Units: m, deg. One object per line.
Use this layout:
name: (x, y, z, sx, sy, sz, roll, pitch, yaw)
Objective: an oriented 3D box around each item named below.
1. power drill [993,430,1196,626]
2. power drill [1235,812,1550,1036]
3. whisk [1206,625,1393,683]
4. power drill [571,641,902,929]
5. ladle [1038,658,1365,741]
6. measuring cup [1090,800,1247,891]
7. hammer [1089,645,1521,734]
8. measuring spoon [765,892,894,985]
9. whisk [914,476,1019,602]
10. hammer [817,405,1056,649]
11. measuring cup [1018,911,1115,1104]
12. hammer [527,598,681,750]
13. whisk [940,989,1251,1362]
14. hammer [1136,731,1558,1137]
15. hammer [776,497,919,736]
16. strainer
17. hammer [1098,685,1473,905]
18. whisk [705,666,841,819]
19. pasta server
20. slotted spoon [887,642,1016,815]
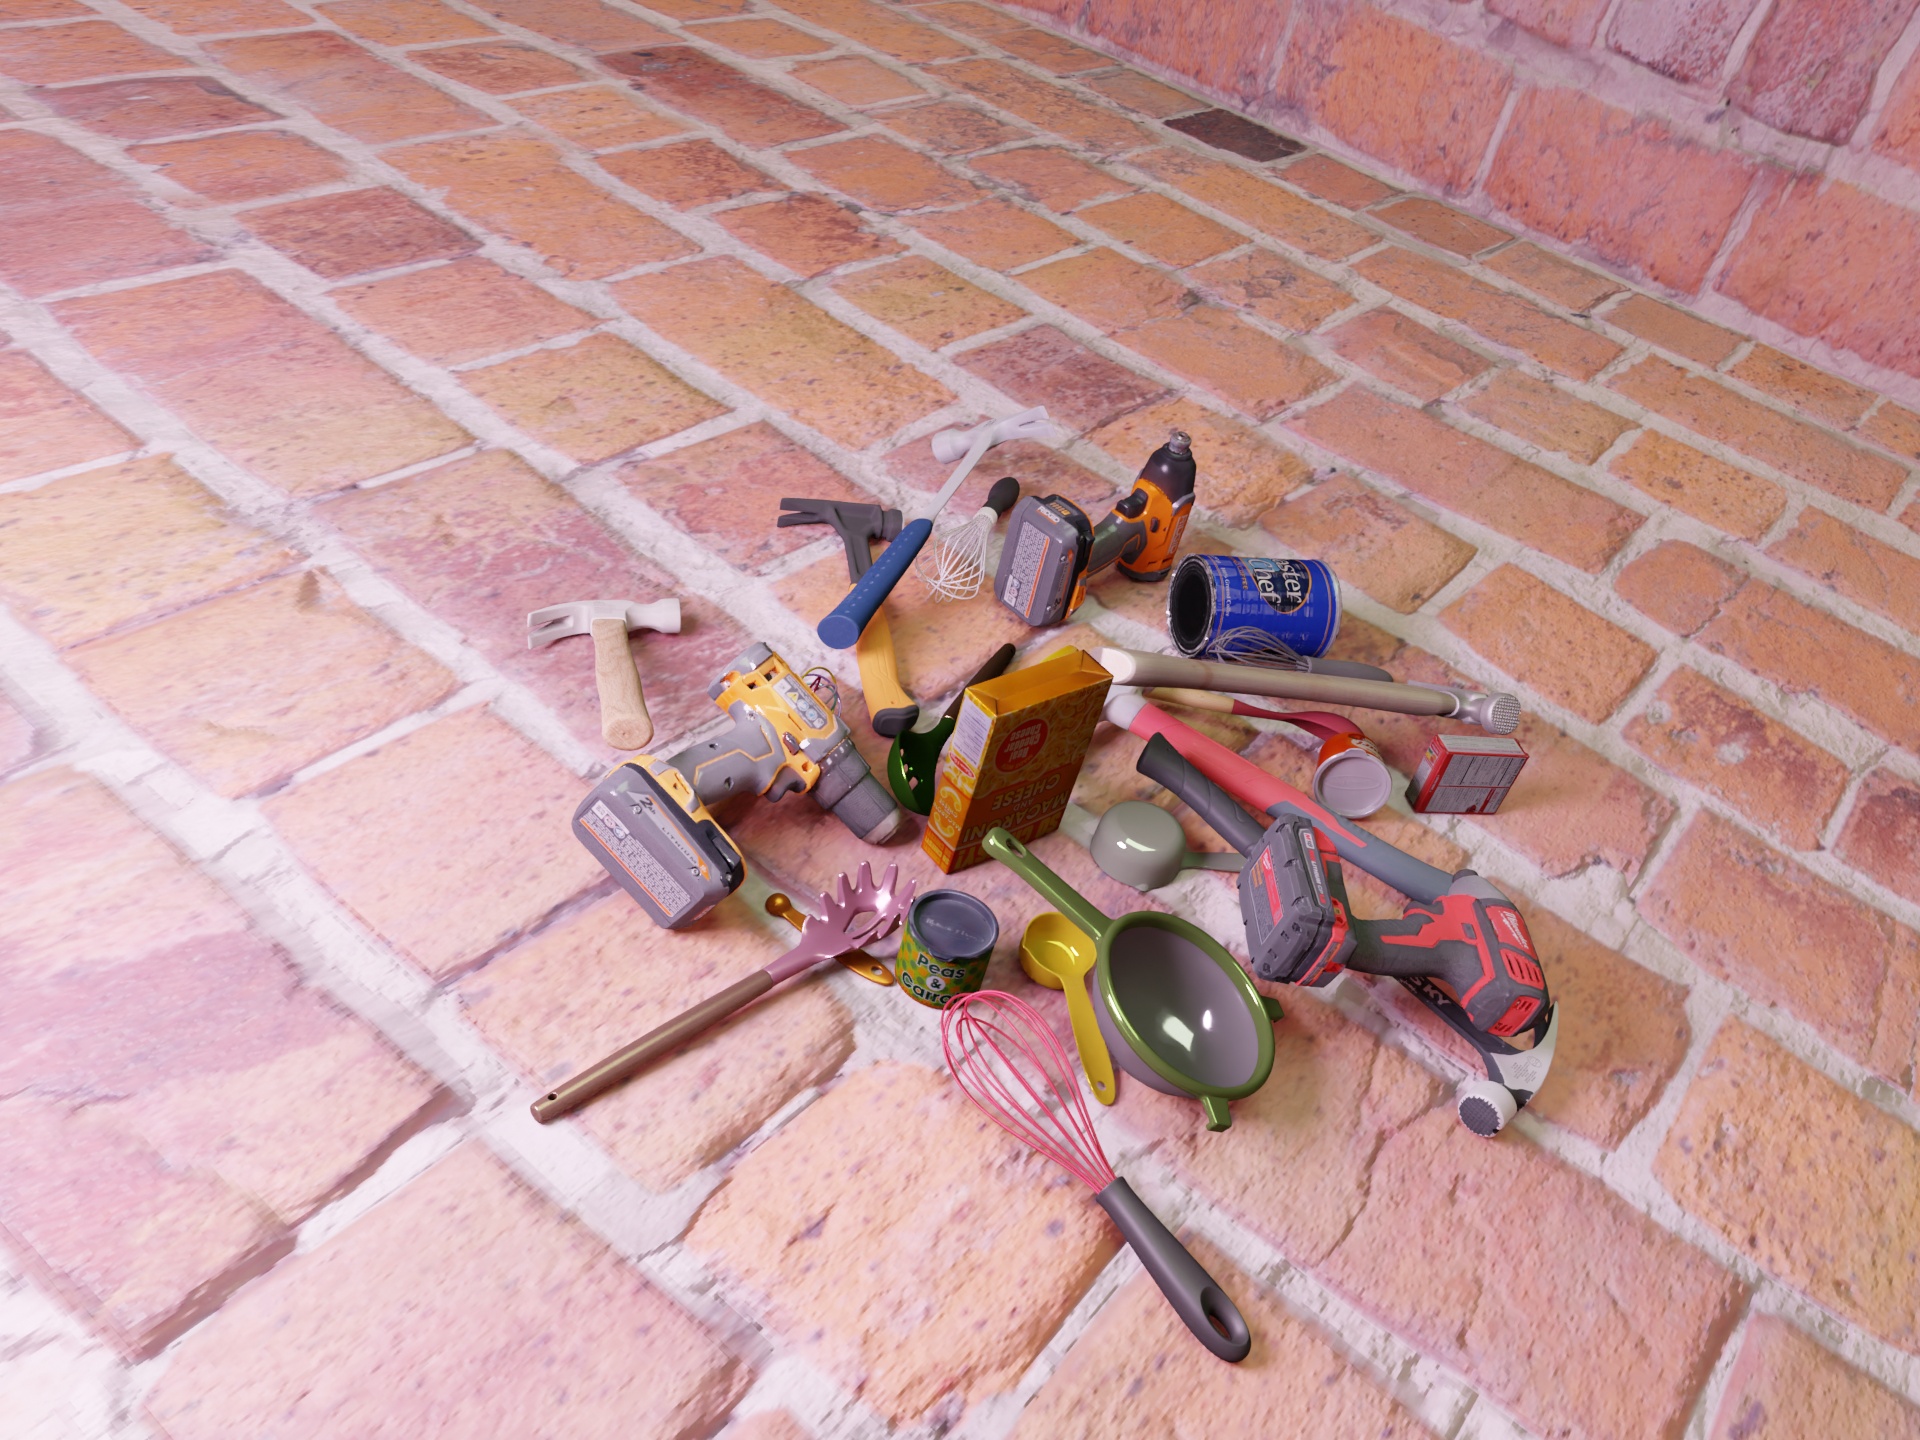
power drill: (0.146, -0.194, 1.572, 0.226, 0.164, 0.084, -25, 53, -38)
power drill: (0.325, 0.150, 1.190, 0.219, 0.078, 0.143, 15, 40, -13)
whisk: (0.332, -0.053, 1.525, 0.238, 0.055, 0.055, 8, 36, -33)
power drill: (-0.155, 0.061, 1.190, 0.185, 0.084, 0.226, 48, 43, -3)
ladle: (0.227, -0.018, 1.477, 0.315, 0.031, 0.069, 13, -7, 4)
measuring cup: (0.192, 0.102, 1.311, 0.167, 0.038, 0.083, 5, 38, -10)
hammer: (0.296, -0.032, 1.428, 0.410, 0.038, 0.146, 6, 6, -24)
measuring spoon: (-0.095, 0.158, 1.162, 0.117, 0.011, 0.021, 31, 40, 20)
whisk: (0.015, -0.193, 1.614, 0.070, 0.070, 0.285, 20, 33, 6)
hammer: (-0.029, -0.193, 1.519, 0.144, 0.035, 0.406, -11, 30, 32)
measuring cup: (0.081, 0.212, 1.154, 0.062, 0.029, 0.157, 0, 51, -21)
hammer: (-0.274, -0.043, 1.250, 0.130, 0.031, 0.332, -2, 19, -14)
whisk: (0.085, 0.287, 1.029, 0.073, 0.073, 0.296, -19, 55, -37)
hammer: (0.296, 0.146, 1.265, 0.409, 0.036, 0.149, 43, 43, 23)
hammer: (-0.093, -0.103, 1.476, 0.127, 0.034, 0.337, 4, 39, -16)
strainer: (0.103, 0.179, 1.124, 0.256, 0.069, 0.151, 41, 35, 4)
hammer: (0.272, 0.081, 1.361, 0.386, 0.038, 0.143, 32, 52, 16)
whisk: (-0.166, 0.028, 1.279, 0.051, 0.047, 0.245, 27, 42, 13)
pasta server: (-0.153, 0.182, 1.082, 0.316, 0.040, 0.060, -27, 46, -38)
slotted spoon: (-0.002, -0.004, 1.363, 0.031, 0.070, 0.314, -15, 18, 25)
